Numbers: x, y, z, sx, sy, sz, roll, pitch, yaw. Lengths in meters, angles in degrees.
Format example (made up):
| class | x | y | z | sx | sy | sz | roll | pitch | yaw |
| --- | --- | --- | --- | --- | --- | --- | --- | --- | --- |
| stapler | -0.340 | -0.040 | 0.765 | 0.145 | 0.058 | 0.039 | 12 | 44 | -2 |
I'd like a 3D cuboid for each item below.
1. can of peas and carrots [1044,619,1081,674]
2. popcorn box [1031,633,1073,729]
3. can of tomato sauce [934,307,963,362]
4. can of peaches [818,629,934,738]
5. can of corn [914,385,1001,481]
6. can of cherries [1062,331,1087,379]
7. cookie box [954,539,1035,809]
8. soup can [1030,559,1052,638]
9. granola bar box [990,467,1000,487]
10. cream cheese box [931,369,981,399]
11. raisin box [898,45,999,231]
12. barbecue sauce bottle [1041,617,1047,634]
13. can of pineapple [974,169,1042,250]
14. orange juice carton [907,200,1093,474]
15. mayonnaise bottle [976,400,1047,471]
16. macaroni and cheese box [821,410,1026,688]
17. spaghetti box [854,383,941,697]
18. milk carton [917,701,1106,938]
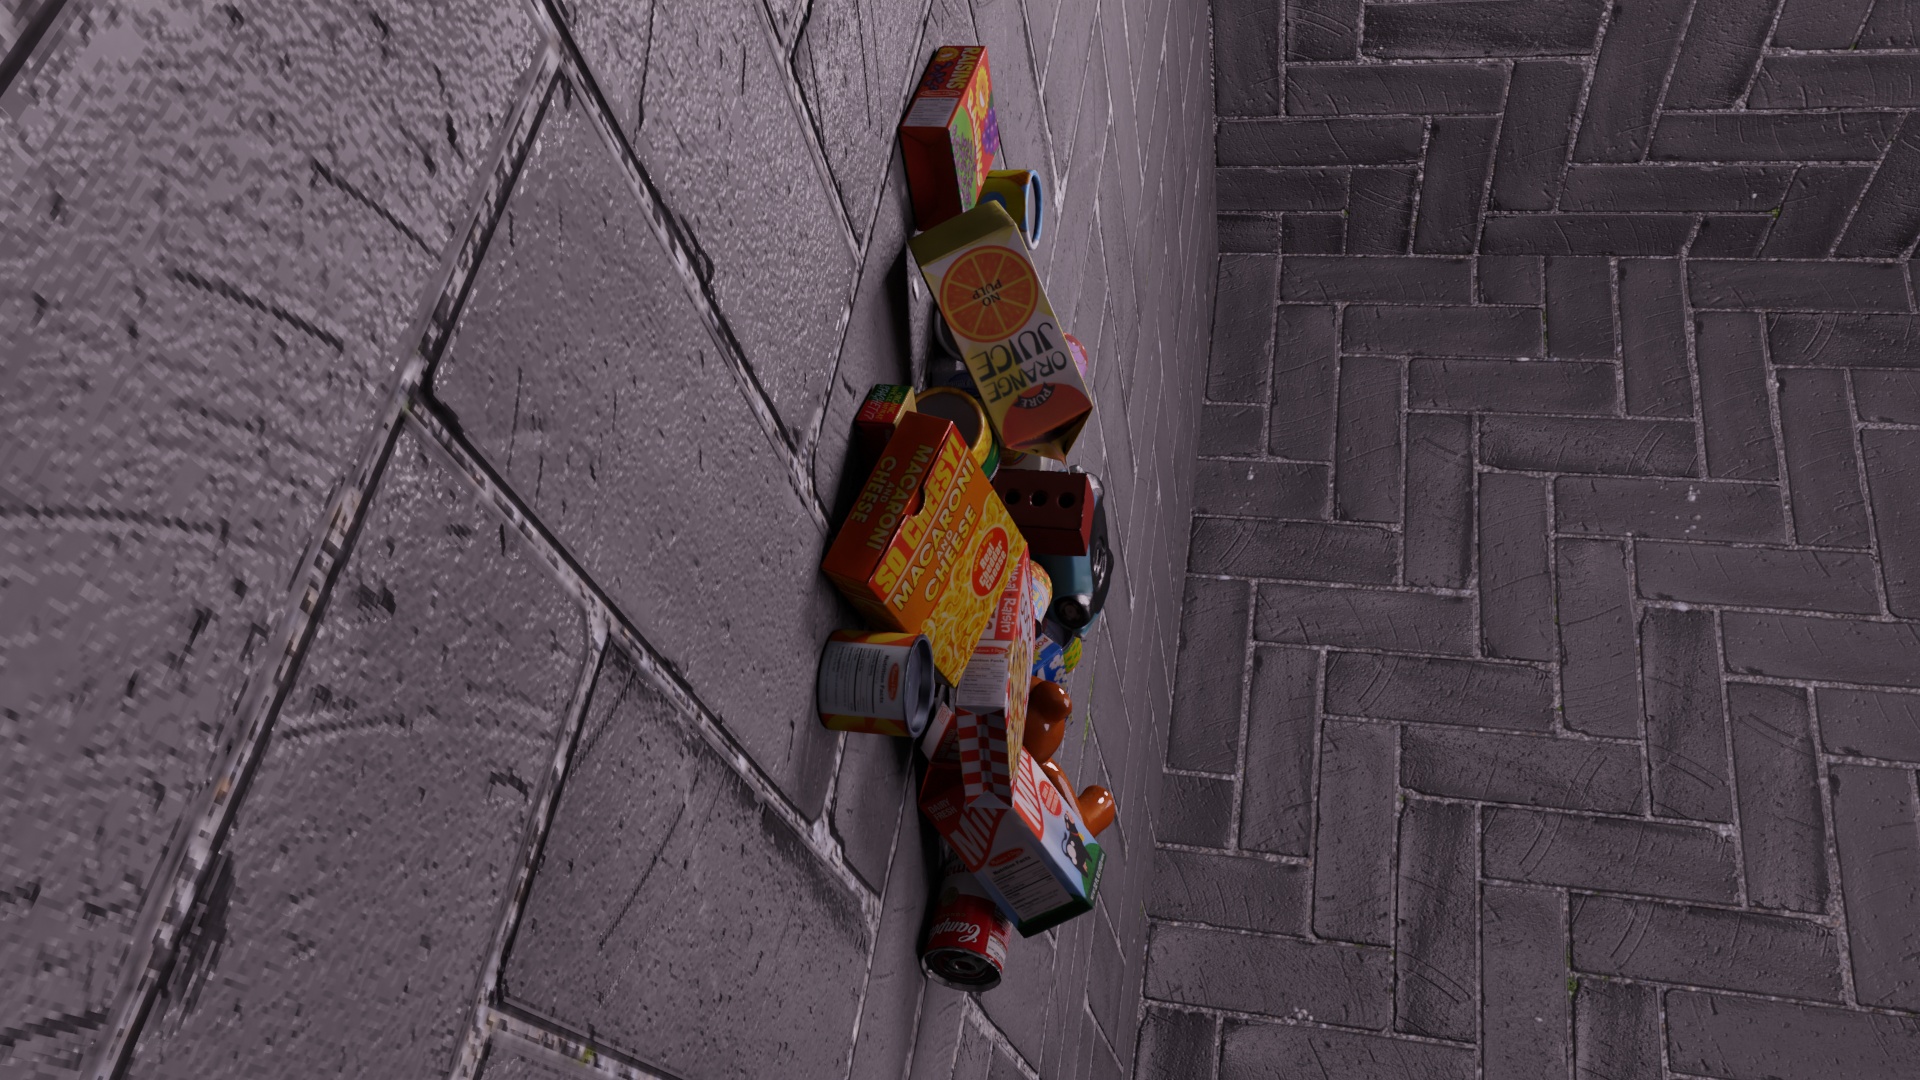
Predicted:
| class | x | y | z | sx | sy | sz | roll | pitch | yaw |
| --- | --- | --- | --- | --- | --- | --- | --- | --- | --- |
| can of peas and carrots | 0.089 | 0.105 | 1.438 | 0.058 | 0.071 | 0.071 | 70 | 27 | -59 |
| popcorn box | 0.059 | 0.153 | 1.301 | 0.085 | 0.038 | 0.126 | -37 | 143 | -20 |
| can of tomato sauce | 0.020 | -0.170 | 1.101 | 0.083 | 0.071 | 0.071 | -22 | 114 | -74 |
| can of peaches | -0.053 | 0.091 | 0.887 | 0.071 | 0.058 | 0.071 | 1 | 92 | -76 |
| can of corn | -0.009 | -0.074 | 1.007 | 0.058 | 0.071 | 0.071 | 55 | 40 | -67 |
| can of cherries | 0.091 | -0.165 | 1.374 | 0.059 | 0.071 | 0.071 | -68 | 157 | -55 |
| cookie box | 0.029 | 0.100 | 1.062 | 0.168 | 0.040 | 0.122 | -79 | 168 | -45 |
| soup can | 0.046 | 0.059 | 1.240 | 0.084 | 0.071 | 0.071 | -56 | 147 | -64 |
| granola bar box | 0.004 | -0.014 | 1.125 | 0.165 | 0.039 | 0.124 | 65 | 31 | -62 |
| cream cheese box | 0.015 | -0.124 | 1.114 | 0.104 | 0.053 | 0.024 | -22 | 110 | -75 |
| raisin box | -0.006 | -0.296 | 1.020 | 0.085 | 0.040 | 0.124 | 78 | 22 | -44 |
| barbecue sauce bottle | 0.066 | 0.074 | 1.382 | 0.149 | 0.044 | 0.064 | -72 | 163 | -46 |
| can of pineapple | 0.033 | -0.274 | 1.143 | 0.071 | 0.058 | 0.071 | 2 | 91 | -76 |
| orange juice carton | 0.037 | -0.139 | 1.004 | 0.072 | 0.073 | 0.192 | -111 | 174 | -62 |
| mayonnaise bottle | 0.039 | -0.125 | 1.197 | 0.041 | 0.065 | 0.147 | -61 | 148 | -65 |
| macaroni and cheese box | -0.018 | 0.009 | 0.933 | 0.124 | 0.040 | 0.166 | -63 | 150 | -19 |
| spaghetti box | -0.037 | 0.007 | 0.987 | 0.050 | 0.029 | 0.248 | -68 | 156 | -50 |
| milk carton | 0.033 | 0.221 | 1.131 | 0.190 | 0.073 | 0.073 | 53 | 26 | -12 |
